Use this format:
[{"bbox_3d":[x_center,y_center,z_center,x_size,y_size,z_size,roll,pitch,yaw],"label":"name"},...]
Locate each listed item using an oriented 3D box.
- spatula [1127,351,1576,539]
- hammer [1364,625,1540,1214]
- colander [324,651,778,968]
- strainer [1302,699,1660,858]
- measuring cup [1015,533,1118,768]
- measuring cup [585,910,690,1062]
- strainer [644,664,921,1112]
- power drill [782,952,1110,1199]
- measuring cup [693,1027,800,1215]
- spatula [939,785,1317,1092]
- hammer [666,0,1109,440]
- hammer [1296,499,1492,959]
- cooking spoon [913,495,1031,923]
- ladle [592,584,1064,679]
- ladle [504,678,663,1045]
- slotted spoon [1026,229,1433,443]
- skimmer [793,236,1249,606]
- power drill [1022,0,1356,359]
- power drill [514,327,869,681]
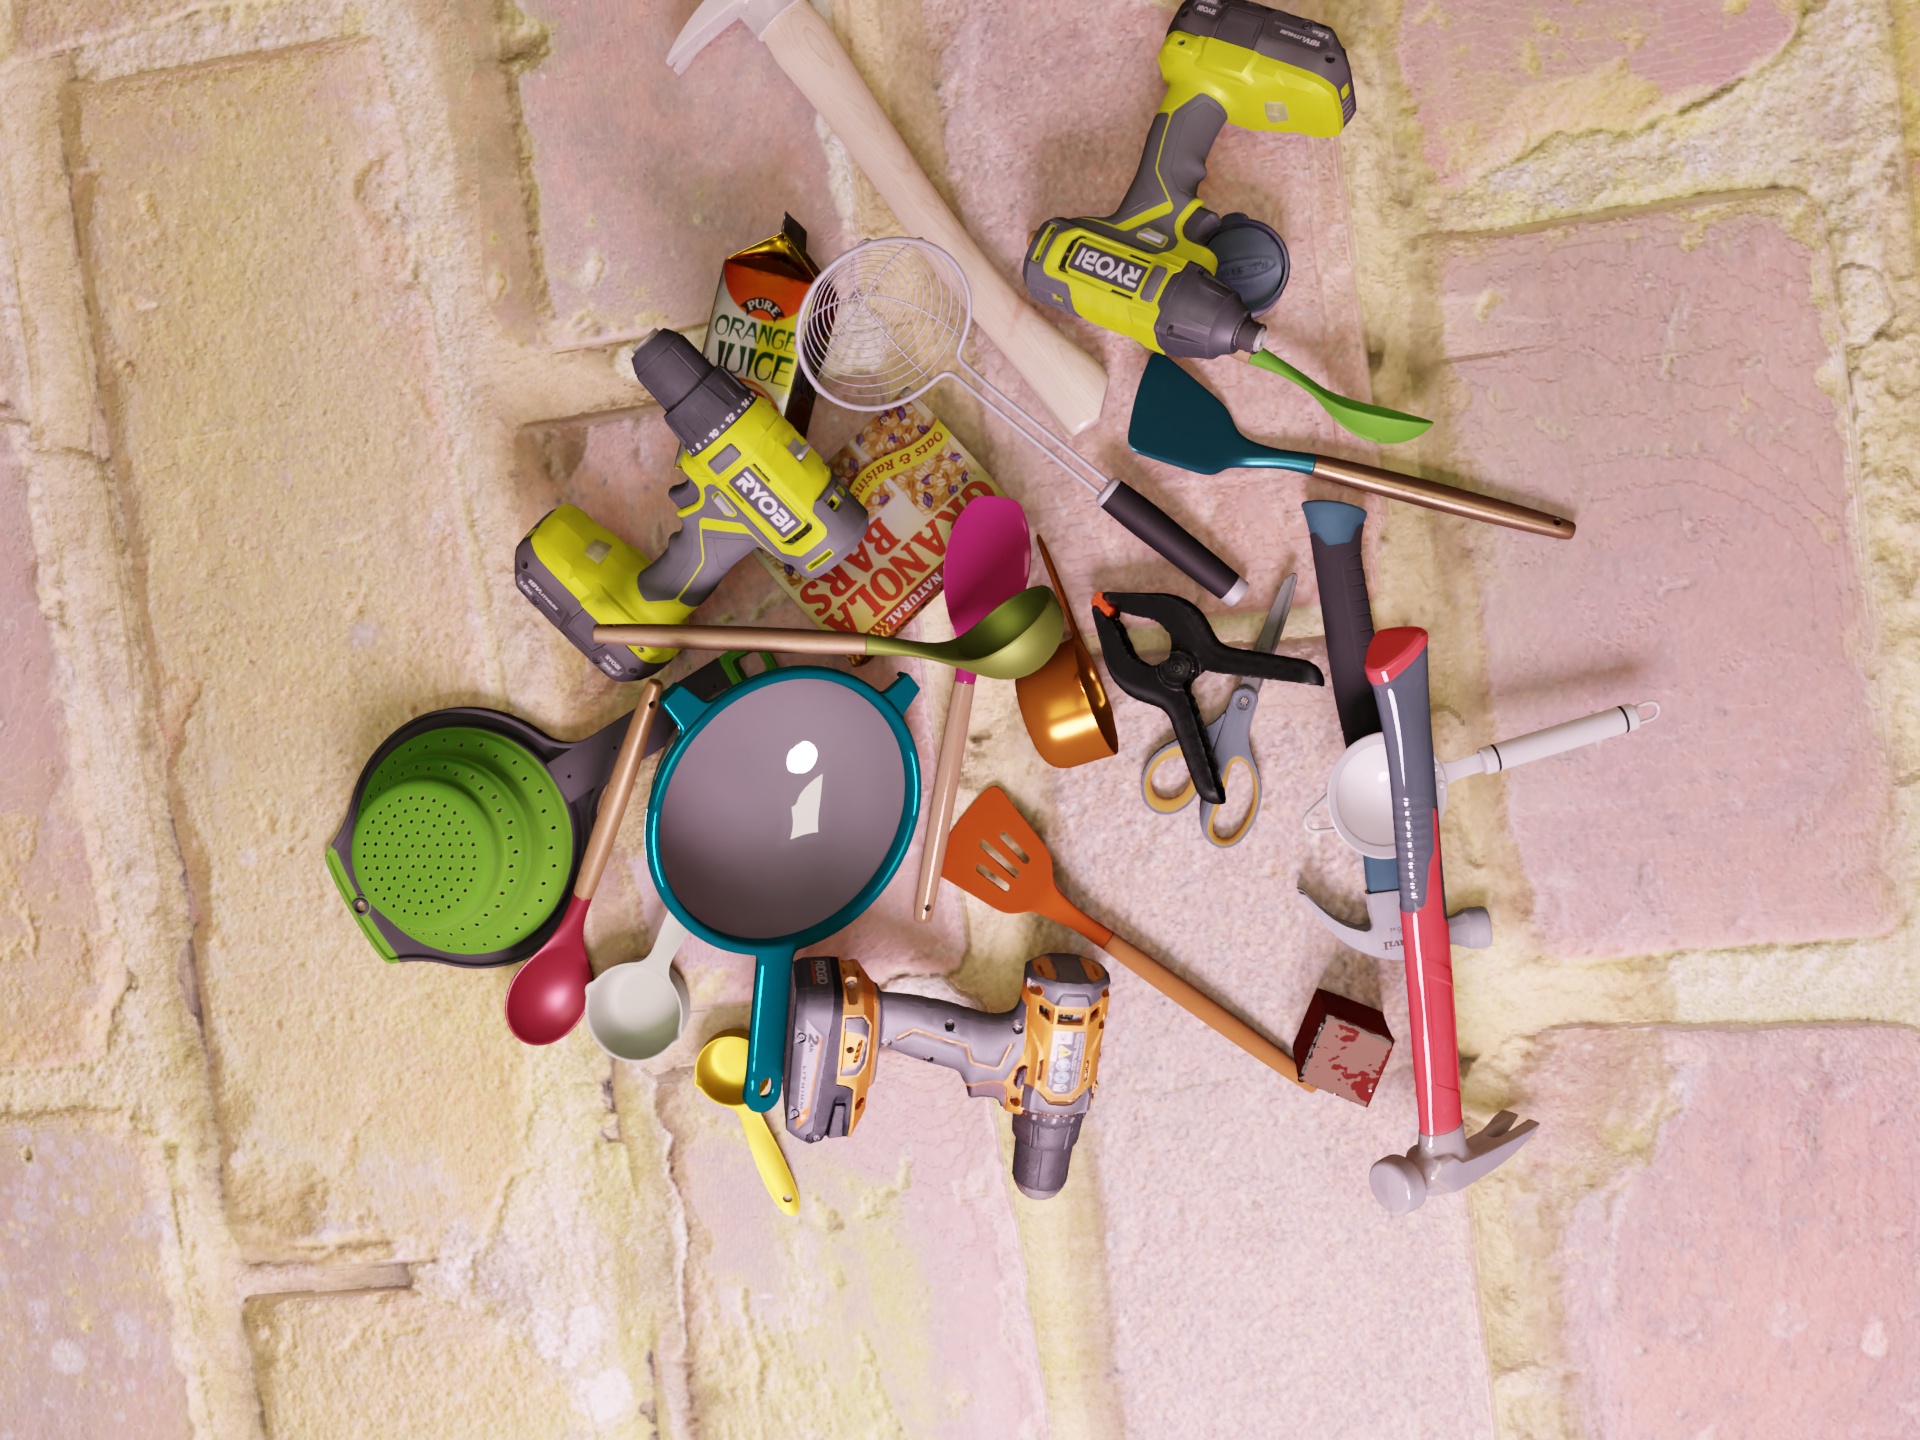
[{"bbox_3d":[0.273,-0.176,1.107,0.317,0.044,0.082,15,68,5],"label":"spatula"},{"bbox_3d":[0.318,0.126,1.056,0.143,0.038,0.386,-15,104,-32],"label":"hammer"},{"bbox_3d":[-0.314,0.053,1.176,0.397,0.094,0.204,-31,89,9],"label":"colander"},{"bbox_3d":[0.352,0.030,1.082,0.258,0.050,0.087,-17,97,1],"label":"strainer"},{"bbox_3d":[0.061,-0.048,1.135,0.052,0.095,0.174,-21,73,13],"label":"measuring cup"},{"bbox_3d":[-0.222,0.177,1.202,0.083,0.038,0.167,27,95,5],"label":"measuring cup"},{"bbox_3d":[-0.147,0.114,1.152,0.211,0.095,0.340,-4,110,-33],"label":"strainer"},{"bbox_3d":[-0.012,0.256,1.137,0.226,0.084,0.185,3,107,-10],"label":"power drill"},{"bbox_3d":[-0.154,0.305,1.212,0.062,0.029,0.156,-19,103,6],"label":"measuring cup"},{"bbox_3d":[0.128,0.171,1.162,0.322,0.041,0.081,35,99,0],"label":"spatula"},{"bbox_3d":[-0.040,-0.367,1.141,0.146,0.038,0.410,-37,89,10],"label":"hammer"},{"bbox_3d":[0.287,0.006,1.123,0.128,0.033,0.331,-9,92,7],"label":"hammer"},{"bbox_3d":[-0.002,-0.004,1.145,0.068,0.017,0.319,3,104,-28],"label":"cooking spoon"},{"bbox_3d":[-0.090,-0.064,1.078,0.320,0.078,0.062,2,118,1],"label":"ladle"},{"bbox_3d":[-0.270,0.107,1.165,0.031,0.069,0.315,47,122,44],"label":"ladle"},{"bbox_3d":[0.182,-0.268,1.113,0.314,0.070,0.031,31,112,11],"label":"slotted spoon"},{"bbox_3d":[0.052,-0.189,1.089,0.363,0.090,0.127,38,109,-5],"label":"skimmer"},{"bbox_3d":[0.165,-0.356,1.065,0.171,0.080,0.223,28,89,22],"label":"power drill"},{"bbox_3d":[-0.201,-0.144,1.099,0.228,0.080,0.190,-33,111,30],"label":"power drill"}]
